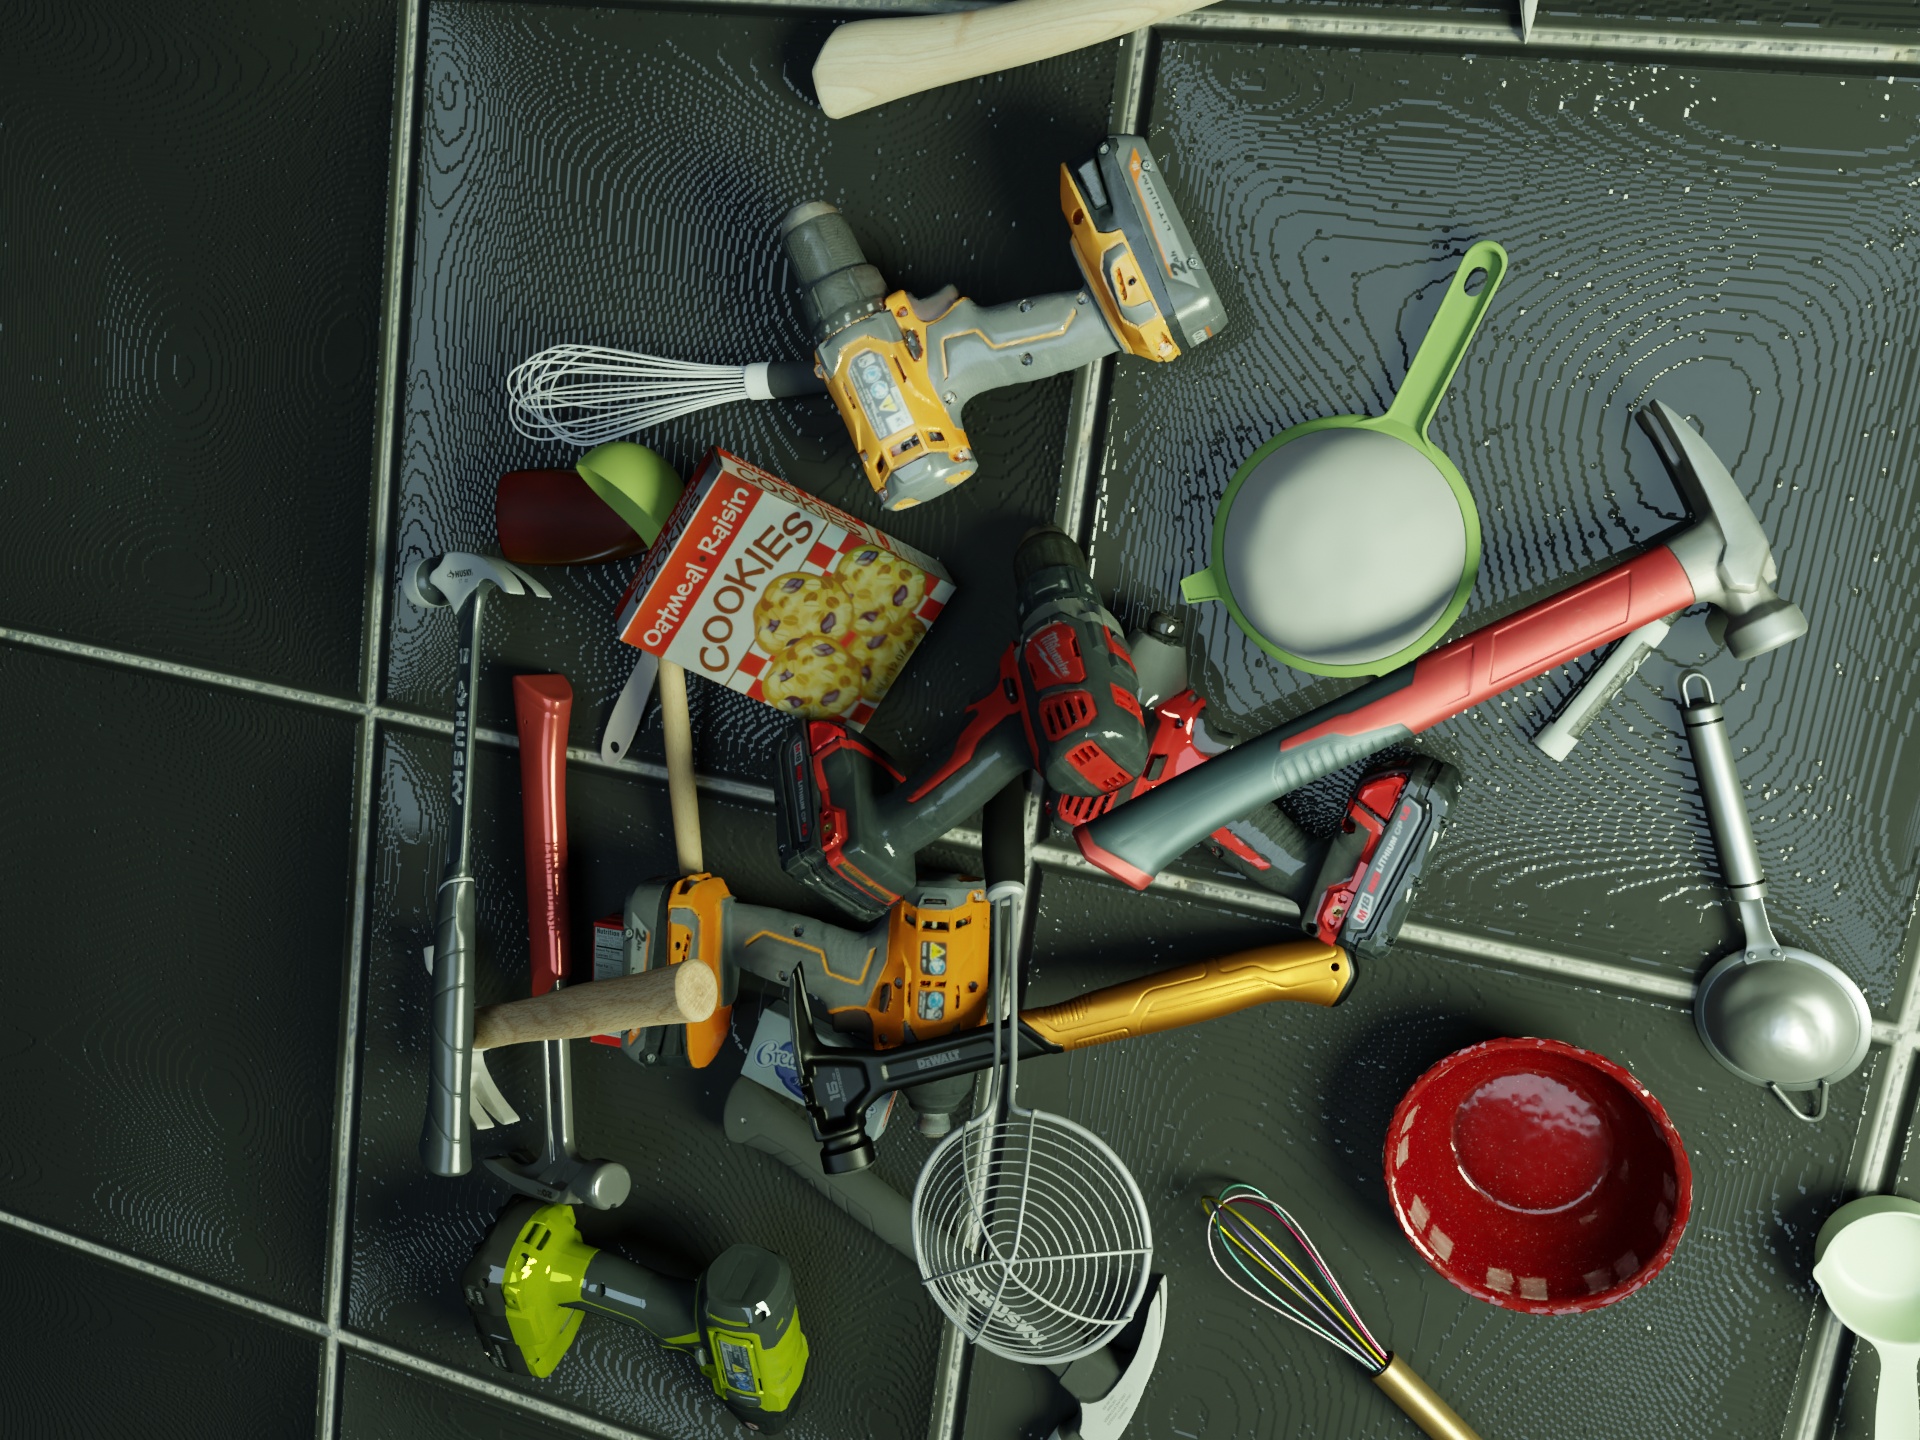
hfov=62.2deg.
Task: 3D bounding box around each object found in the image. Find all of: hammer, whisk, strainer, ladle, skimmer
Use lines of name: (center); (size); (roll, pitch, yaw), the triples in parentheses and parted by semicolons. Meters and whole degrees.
hammer: (-0.288, 0.148, 1.096); (0.149, 0.036, 0.359); (-1, 92, 45)
hammer: (0.232, -0.026, 0.839); (0.386, 0.038, 0.143); (-25, 81, 3)
hammer: (0.110, -0.402, 0.895); (0.410, 0.038, 0.146); (-9, 96, 20)
hammer: (0.067, 0.171, 0.942); (0.337, 0.034, 0.127); (-14, 91, 2)
hammer: (-0.327, 0.091, 1.046); (0.149, 0.036, 0.409); (0, 87, 46)
hammer: (-0.019, 0.341, 1.047); (0.335, 0.035, 0.146); (34, 108, 11)
whisk: (0.238, 0.374, 0.966); (0.245, 0.051, 0.047); (44, 130, 4)
strainer: (0.231, -0.142, 0.872); (0.151, 0.069, 0.256); (28, 107, 13)
whisk: (-0.156, -0.211, 1.004); (0.284, 0.070, 0.070); (-1, 98, 14)
hammer: (-0.256, 0.190, 1.013); (0.331, 0.031, 0.130); (-18, 80, 46)
ladle: (-0.195, -0.020, 1.017); (0.078, 0.062, 0.320); (26, 124, 50)
skimmer: (0.035, 0.163, 0.893); (0.127, 0.364, 0.090); (-15, 136, 18)
strainer: (0.426, 0.100, 0.860); (0.087, 0.050, 0.258); (-14, 90, 35)

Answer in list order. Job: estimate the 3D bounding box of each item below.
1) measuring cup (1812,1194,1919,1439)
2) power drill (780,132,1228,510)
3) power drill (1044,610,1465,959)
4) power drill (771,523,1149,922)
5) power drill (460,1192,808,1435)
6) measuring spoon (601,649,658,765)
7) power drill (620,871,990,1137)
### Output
measuring cup: (0.507, 0.339, 0.867); (0.083, 0.038, 0.167); (-1, 99, 19)
power drill: (0.016, -0.249, 0.913); (0.226, 0.084, 0.185); (-25, 89, 14)
power drill: (0.168, 0.035, 0.920); (0.220, 0.078, 0.143); (24, 104, 17)
power drill: (-0.001, -0.003, 0.933); (0.226, 0.080, 0.188); (-31, 44, 22)
power drill: (-0.215, 0.413, 1.088); (0.223, 0.080, 0.171); (9, 127, 16)
measuring spoon: (-0.215, -0.021, 1.074); (0.034, 0.018, 0.124); (33, 114, 11)
power drill: (-0.095, 0.176, 1.007); (0.226, 0.084, 0.164); (1, 90, 9)
